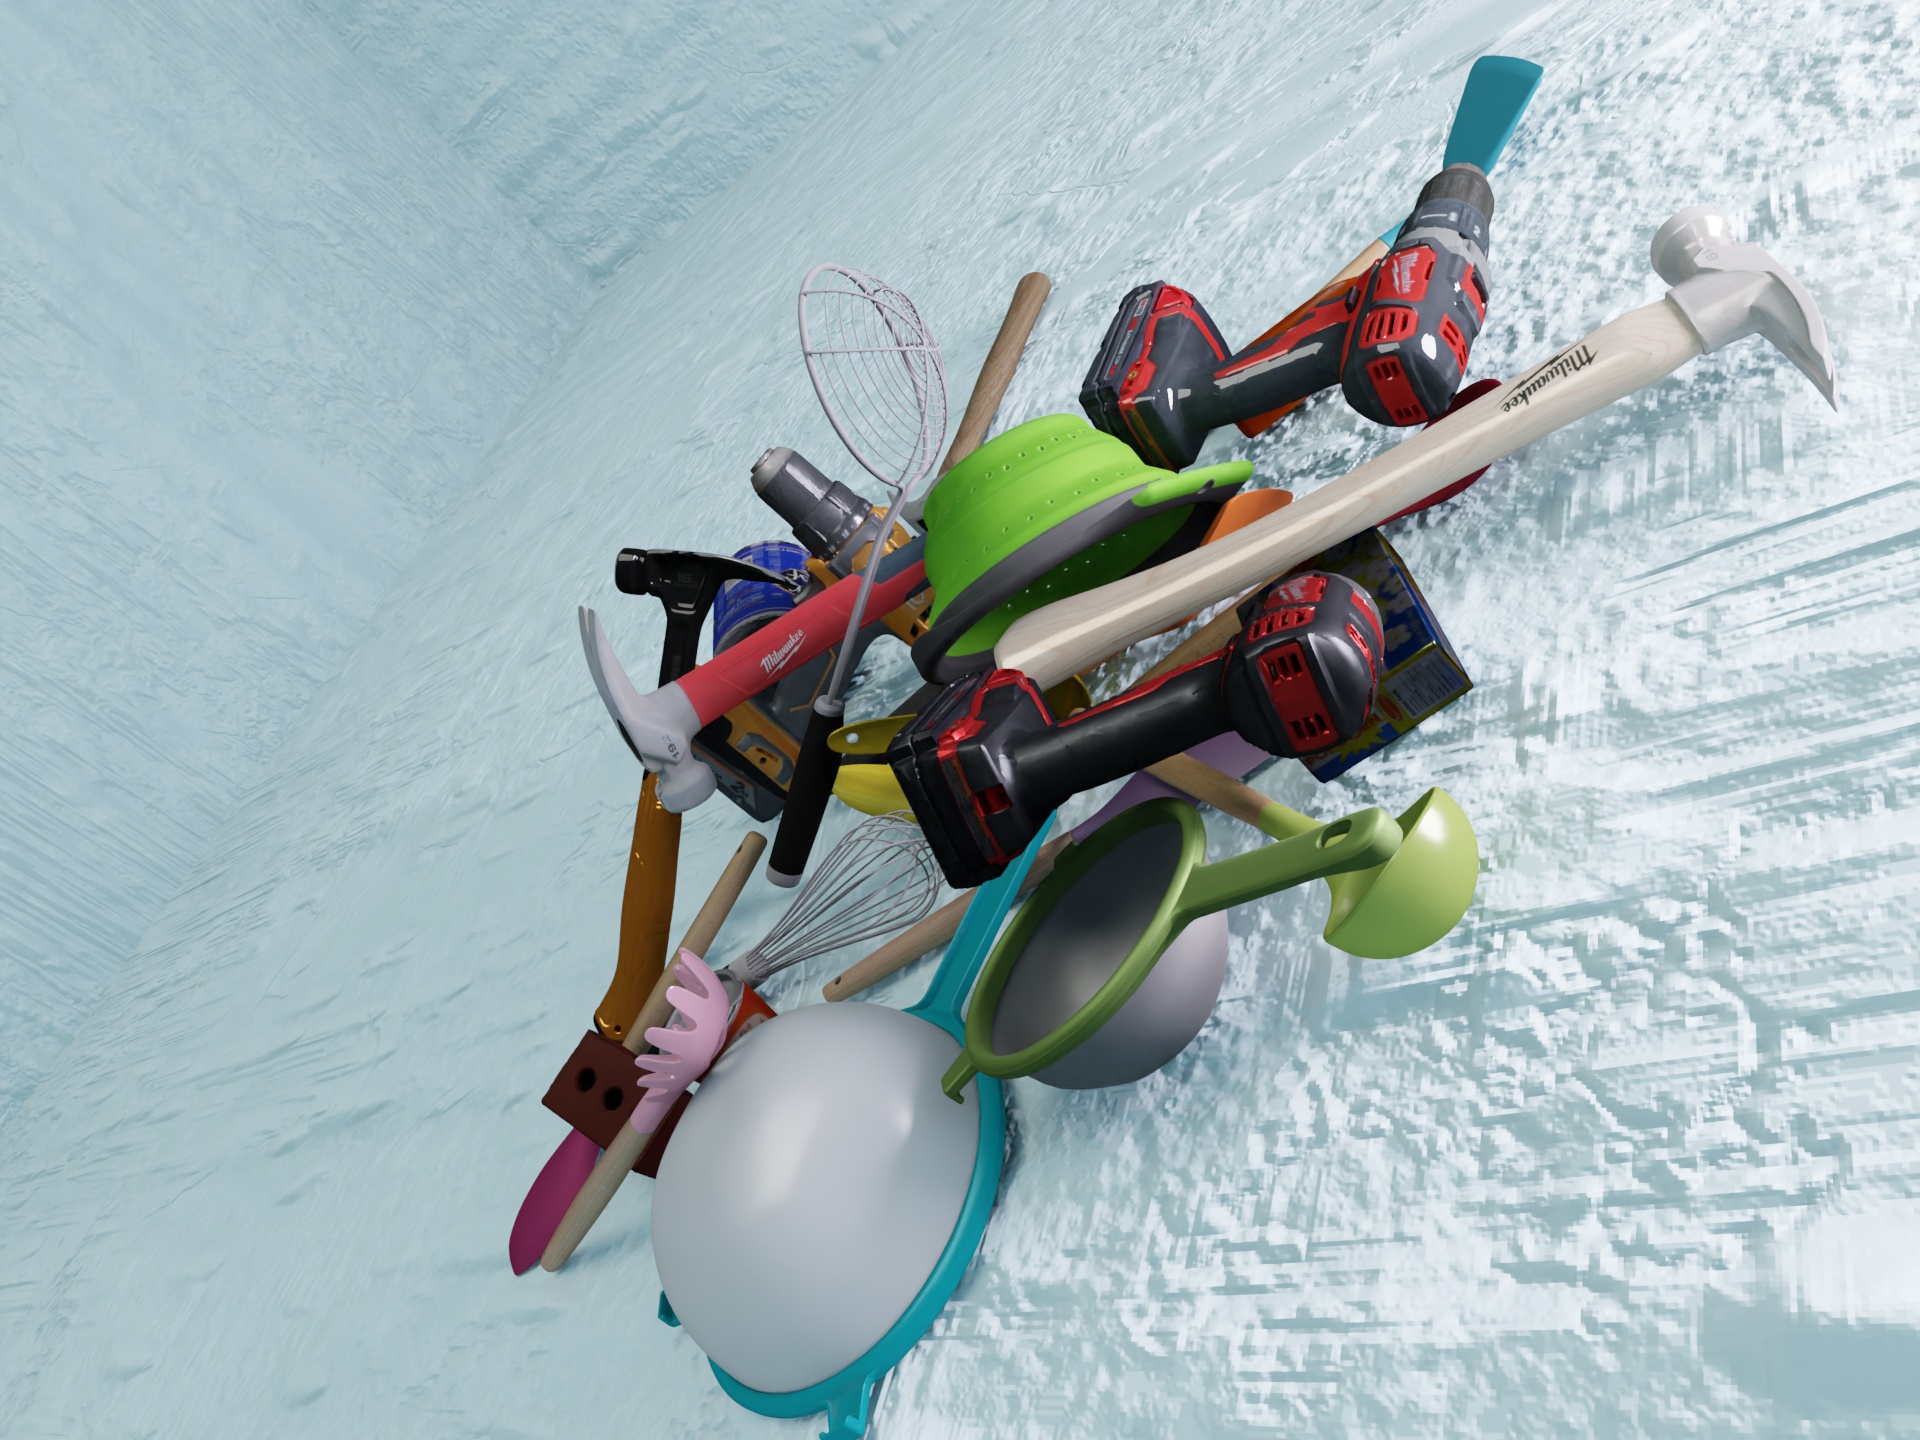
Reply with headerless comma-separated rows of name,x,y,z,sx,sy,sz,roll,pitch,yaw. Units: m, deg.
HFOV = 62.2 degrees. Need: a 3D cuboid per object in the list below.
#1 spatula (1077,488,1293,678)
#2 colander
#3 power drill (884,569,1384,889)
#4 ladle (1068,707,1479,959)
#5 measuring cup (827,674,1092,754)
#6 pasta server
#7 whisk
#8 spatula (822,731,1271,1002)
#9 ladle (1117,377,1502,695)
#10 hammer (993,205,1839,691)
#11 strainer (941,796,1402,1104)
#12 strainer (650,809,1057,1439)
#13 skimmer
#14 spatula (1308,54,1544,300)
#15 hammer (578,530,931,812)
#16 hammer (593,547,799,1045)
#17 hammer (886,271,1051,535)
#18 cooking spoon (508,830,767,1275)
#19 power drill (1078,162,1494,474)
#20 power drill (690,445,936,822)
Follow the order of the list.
spatula,0.067,-0.042,0.969,0.322,0.041,0.081,-31,-11,35
colander,0.000,-0.073,0.977,0.204,0.094,0.397,-20,-14,-45
power drill,0.088,-0.006,0.734,0.219,0.078,0.143,-21,12,24
ladle,0.125,0.032,0.754,0.078,0.062,0.320,-53,29,-3
measuring cup,-0.001,-0.003,0.938,0.156,0.062,0.029,-8,25,-4
pasta server,-0.187,0.227,0.864,0.316,0.040,0.060,-55,13,40
whisk,-0.109,0.139,0.979,0.284,0.070,0.070,-37,28,29
spatula,0.044,0.077,0.871,0.316,0.018,0.060,-35,32,21
ladle,0.172,-0.071,0.875,0.315,0.031,0.069,-39,25,20
hammer,0.200,-0.105,0.776,0.410,0.038,0.146,-27,37,18
strainer,0.103,0.095,0.674,0.256,0.069,0.151,-31,23,51
strainer,-0.056,0.164,0.796,0.211,0.095,0.340,-1,56,56
skimmer,-0.085,-0.074,0.924,0.127,0.090,0.363,-35,-34,-63
spatula,0.253,-0.302,1.048,0.317,0.044,0.082,-44,30,10
hammer,-0.061,-0.099,1.048,0.386,0.143,0.038,-34,25,-21
hammer,-0.193,0.054,1.067,0.127,0.034,0.337,7,88,20
hammer,0.022,-0.281,1.374,0.130,0.031,0.331,-22,36,40
cooking spoon,-0.206,0.208,1.000,0.319,0.017,0.069,-59,28,4
power drill,0.198,-0.232,0.924,0.227,0.080,0.188,-7,46,40
power drill,-0.124,-0.064,1.128,0.226,0.185,0.084,-48,13,6
